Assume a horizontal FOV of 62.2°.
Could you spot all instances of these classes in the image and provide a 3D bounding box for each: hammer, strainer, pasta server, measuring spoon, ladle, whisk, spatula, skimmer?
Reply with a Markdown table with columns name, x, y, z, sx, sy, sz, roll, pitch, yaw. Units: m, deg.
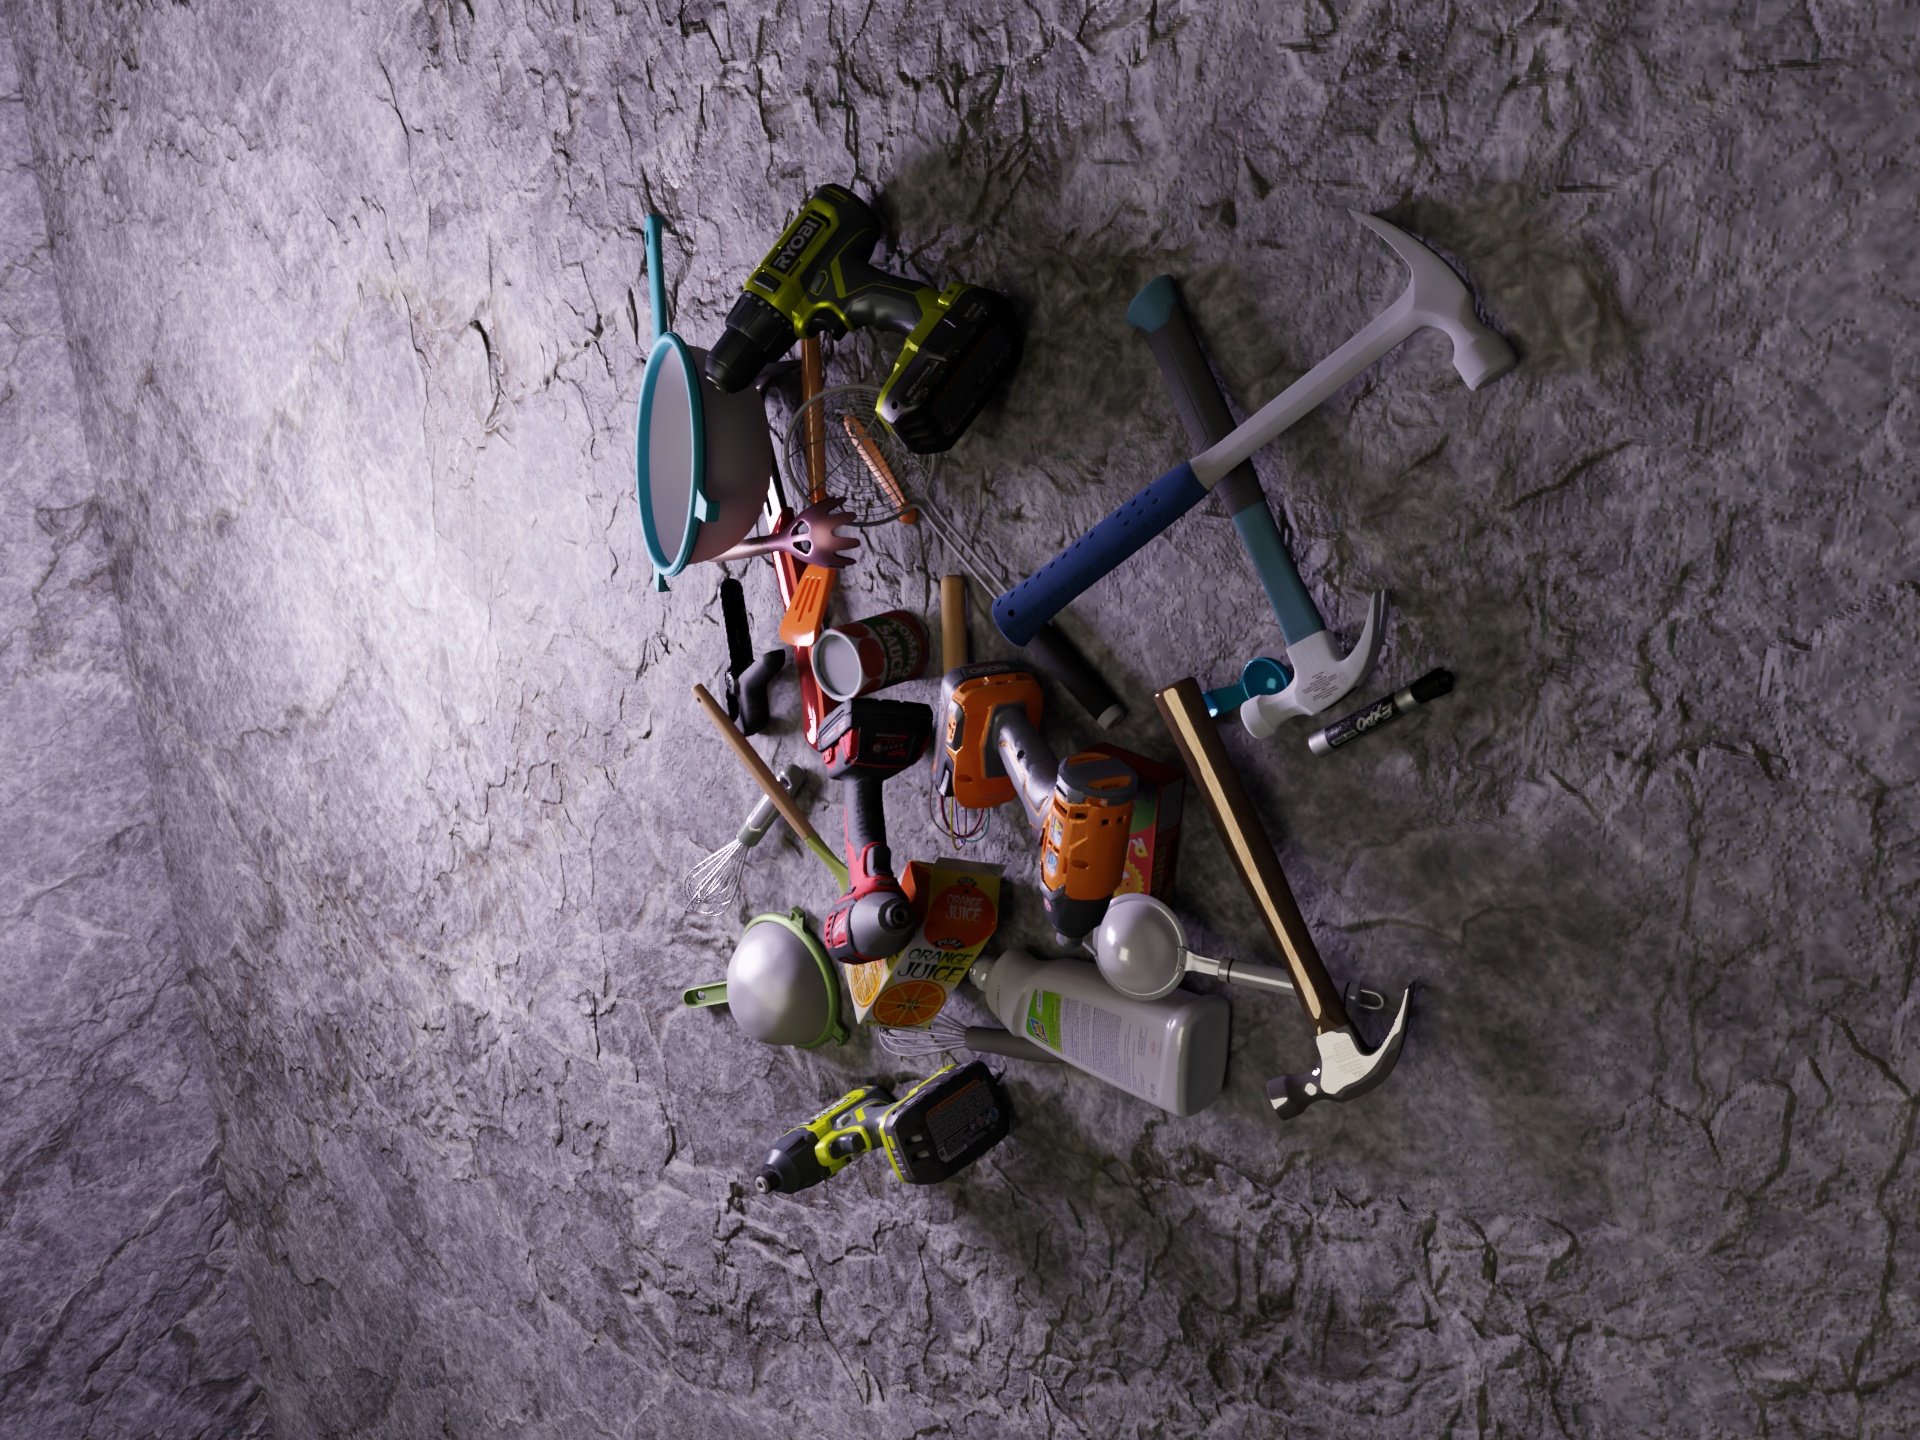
| name | x | y | z | sx | sy | sz | roll | pitch | yaw |
| --- | --- | --- | --- | --- | --- | --- | --- | --- | --- |
| hammer | -0.153 | -0.149 | 1.479 | 0.149 | 0.036 | 0.359 | -6 | 99 | 44 |
| strainer | 0.198 | 0.191 | 1.232 | 0.258 | 0.050 | 0.087 | 8 | 100 | 25 |
| strainer | -0.227 | -0.294 | 1.420 | 0.211 | 0.095 | 0.340 | 146 | 120 | -62 |
| hammer | 0.172 | -0.181 | 1.103 | 0.405 | 0.035 | 0.144 | -36 | 77 | 31 |
| pasta server | -0.168 | -0.156 | 1.412 | 0.316 | 0.040 | 0.060 | 4 | 104 | 64 |
| hammer | 0.198 | -0.161 | 1.130 | 0.128 | 0.033 | 0.331 | -28 | 81 | 31 |
| measuring spoon | 0.206 | -0.019 | 1.202 | 0.128 | 0.021 | 0.042 | -21 | 89 | 54 |
| ladle | -0.170 | 0.097 | 1.535 | 0.320 | 0.062 | 0.078 | 52 | 140 | 6 |
| hammer | 0.230 | 0.121 | 1.182 | 0.130 | 0.031 | 0.331 | -26 | 82 | 19 |
| whisk | -0.223 | 0.125 | 1.635 | 0.058 | 0.059 | 0.246 | 44 | 126 | 8 |
| whisk | -0.002 | -0.004 | 1.383 | 0.051 | 0.047 | 0.245 | 10 | 108 | 42 |
| spatula | -0.135 | -0.228 | 1.396 | 0.081 | 0.041 | 0.322 | 15 | 110 | 60 |
| whisk | 0.013 | 0.292 | 1.473 | 0.239 | 0.055 | 0.055 | -1 | 104 | 39 |
| strainer | -0.235 | 0.291 | 1.686 | 0.256 | 0.069 | 0.151 | -18 | 92 | 44 |
| skimmer | -0.003 | -0.128 | 1.303 | 0.363 | 0.090 | 0.127 | 50 | 114 | 17 |
| measuring spoon | -0.073 | -0.221 | 1.394 | 0.021 | 0.011 | 0.117 | -43 | 74 | 43 |

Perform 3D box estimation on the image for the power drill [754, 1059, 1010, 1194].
| name | x | y | z | sx | sy | sz | roll | pitch | yaw |
| --- | --- | --- | --- | --- | --- | --- | --- | --- | --- |
| power drill | -0.078 | 0.394 | 1.506 | 0.223 | 0.171 | 0.080 | -23 | 89 | 42 |

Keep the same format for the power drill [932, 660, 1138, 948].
| name | x | y | z | sx | sy | sz | roll | pitch | yaw |
| --- | --- | --- | --- | --- | --- | --- | --- | --- | --- |
| power drill | 0.058 | 0.066 | 1.271 | 0.227 | 0.084 | 0.164 | 48 | 139 | 50 |

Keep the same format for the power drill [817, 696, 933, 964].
| name | x | y | z | sx | sy | sz | roll | pitch | yaw |
| --- | --- | --- | --- | --- | --- | --- | --- | --- | --- |
| power drill | -0.074 | 0.097 | 1.379 | 0.143 | 0.078 | 0.220 | 147 | 125 | -66 |

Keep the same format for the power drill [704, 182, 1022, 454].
| name | x | y | z | sx | sy | sz | roll | pitch | yaw |
| --- | --- | --- | --- | --- | --- | --- | --- | --- | --- |
| power drill | -0.084 | -0.309 | 1.274 | 0.229 | 0.080 | 0.190 | 35 | 86 | 26 |
